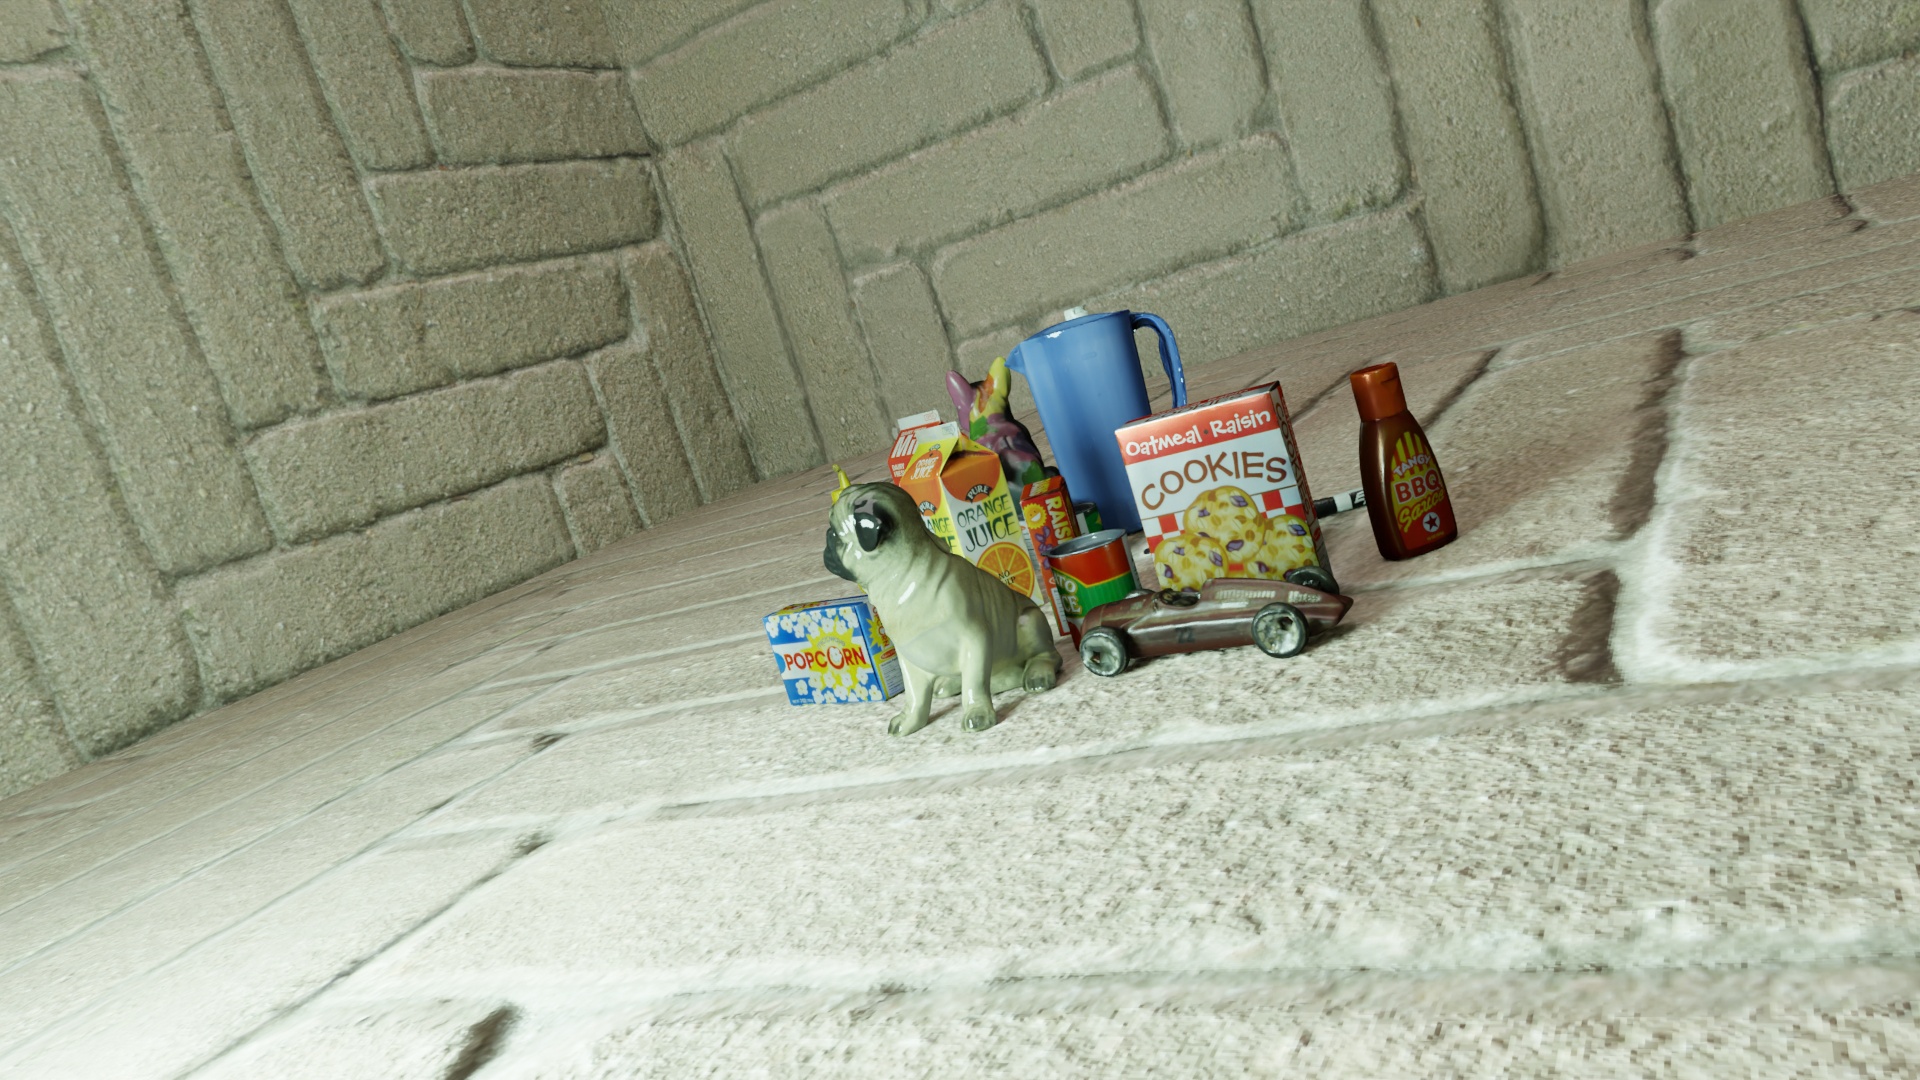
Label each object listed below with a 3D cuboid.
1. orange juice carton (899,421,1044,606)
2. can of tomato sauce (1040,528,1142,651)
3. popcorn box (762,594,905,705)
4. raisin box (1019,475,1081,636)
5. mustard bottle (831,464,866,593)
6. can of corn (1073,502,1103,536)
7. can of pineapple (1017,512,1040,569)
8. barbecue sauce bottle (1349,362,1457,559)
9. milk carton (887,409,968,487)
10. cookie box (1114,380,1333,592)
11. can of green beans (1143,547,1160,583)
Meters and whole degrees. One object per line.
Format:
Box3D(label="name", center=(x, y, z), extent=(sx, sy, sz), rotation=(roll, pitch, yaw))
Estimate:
Box3D(label="orange juice carton", center=(0.005, -0.016, 1.308), extent=(0.073, 0.192, 0.071), rotation=(-23, 10, -32))
Box3D(label="can of tomato sauce", center=(0.110, 0.040, 1.108), extent=(0.071, 0.083, 0.071), rotation=(-17, 8, 3))
Box3D(label="popcorn box", center=(-0.106, 0.094, 1.190), extent=(0.126, 0.085, 0.038), rotation=(-9, 12, 44))
Box3D(label="raisin box", center=(0.088, 0.011, 1.201), extent=(0.040, 0.123, 0.086), rotation=(-16, 8, 9))
Box3D(label="mustard bottle", center=(-0.121, -0.017, 1.668), extent=(0.049, 0.160, 0.065), rotation=(-21, 9, -20))
Box3D(label="can of corn", center=(0.118, -0.003, 1.445), extent=(0.071, 0.058, 0.071), rotation=(-17, 8, 3))
Box3D(label="can of pineapple", center=(0.098, -0.006, 1.506), extent=(0.071, 0.057, 0.071), rotation=(-17, 8, 3))
Box3D(label="barbecue sauce bottle", center=(0.340, -0.063, 1.084), extent=(0.065, 0.148, 0.043), rotation=(-21, 9, -19))
Box3D(label="milk carton", center=(-0.022, -0.056, 1.615), extent=(0.072, 0.190, 0.074), rotation=(-9, 12, 45))
Box3D(label="cookie box", center=(0.200, -0.023, 1.046), extent=(0.123, 0.167, 0.040), rotation=(-14, 9, 26))
Box3D(label="can of green beans", center=(0.192, 0.025, 1.121), extent=(0.071, 0.057, 0.071), rotation=(-17, 8, 3))
